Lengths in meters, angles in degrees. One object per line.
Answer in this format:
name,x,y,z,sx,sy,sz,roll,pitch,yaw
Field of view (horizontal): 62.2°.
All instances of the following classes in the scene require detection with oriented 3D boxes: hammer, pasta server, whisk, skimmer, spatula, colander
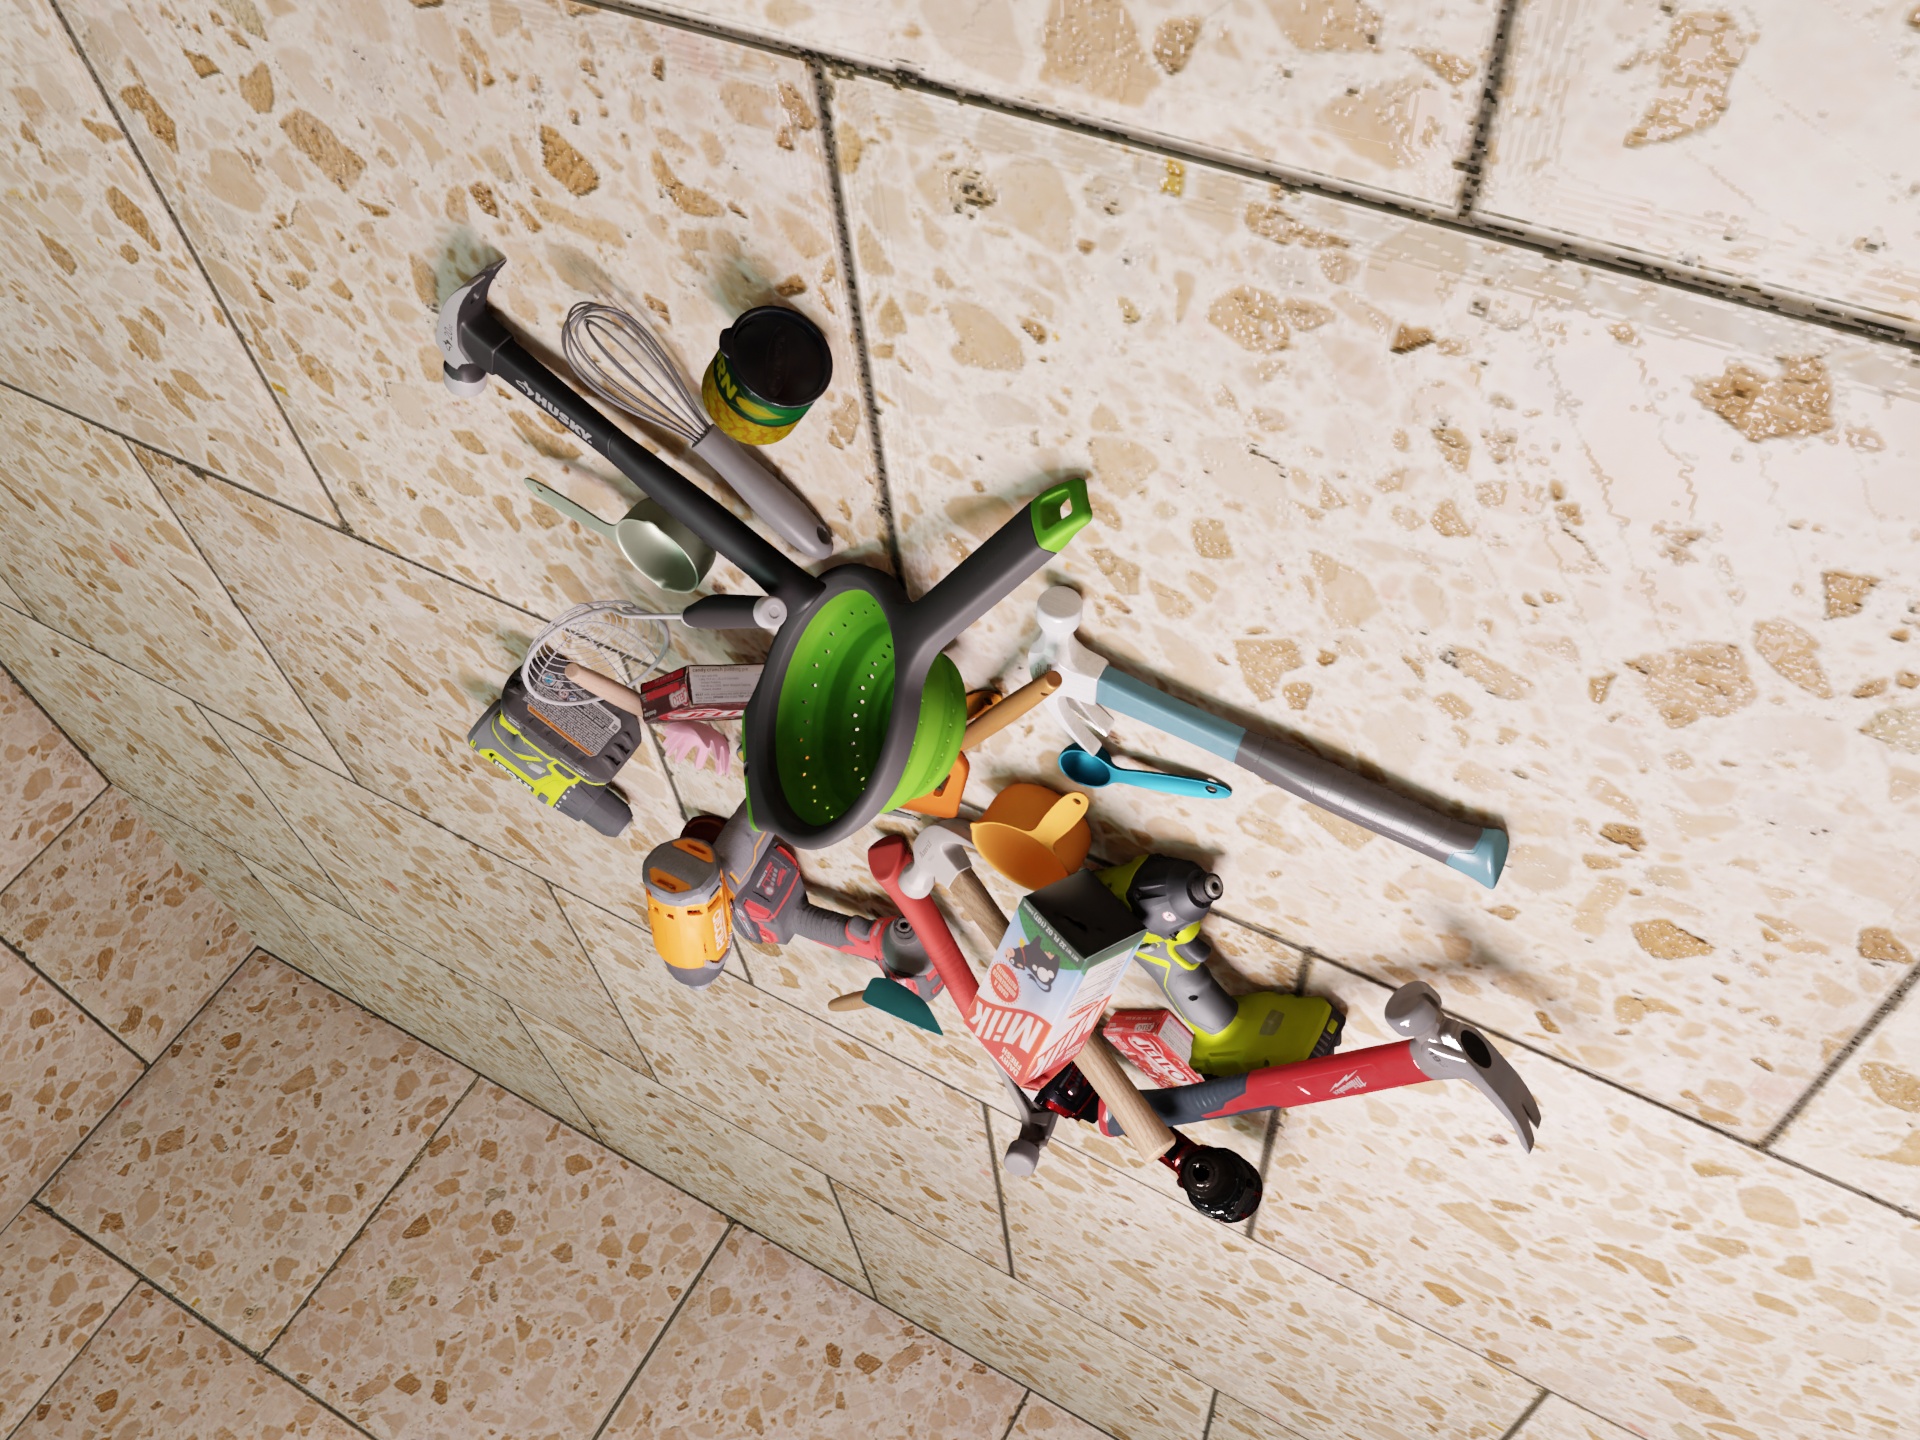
hammer,0.194,0.022,1.027,0.331,0.033,0.128,25,149,16
pasta server,-0.262,0.000,1.344,0.060,0.040,0.316,15,172,14
whisk,-0.173,-0.190,1.073,0.238,0.055,0.055,42,150,-23
hammer,0.066,0.217,1.312,0.331,0.031,0.130,52,140,20
skimmer,-0.233,-0.052,1.247,0.363,0.127,0.090,3,98,54
hammer,0.009,0.253,1.507,0.037,0.149,0.358,-15,116,27
hammer,0.247,0.290,1.211,0.143,0.038,0.386,46,142,-12
spatula,-0.092,0.283,1.570,0.082,0.044,0.317,25,161,-12
hammer,-0.232,-0.188,1.125,0.335,0.035,0.146,39,151,1
colander,-0.014,-0.039,1.085,0.094,0.205,0.397,12,147,-35
spatula,0.009,0.018,1.173,0.081,0.041,0.322,17,162,-14

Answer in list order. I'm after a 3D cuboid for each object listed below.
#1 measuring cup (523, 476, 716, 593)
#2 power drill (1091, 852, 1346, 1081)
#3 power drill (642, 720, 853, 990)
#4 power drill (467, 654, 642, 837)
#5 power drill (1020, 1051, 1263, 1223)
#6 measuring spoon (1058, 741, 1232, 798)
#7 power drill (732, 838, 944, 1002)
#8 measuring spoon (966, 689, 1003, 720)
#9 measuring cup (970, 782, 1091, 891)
measuring cup,-0.259,-0.157,1.220,0.168,0.038,0.083,29,151,14
power drill,0.193,0.198,1.250,0.223,0.080,0.171,47,147,-16
power drill,-0.176,0.113,1.320,0.084,0.226,0.164,23,140,18
power drill,-0.398,0.034,1.608,0.190,0.080,0.228,39,153,-7
power drill,0.168,0.372,1.445,0.227,0.080,0.187,32,173,26
measuring spoon,0.133,0.035,1.133,0.129,0.021,0.042,10,143,22
power drill,-0.119,0.199,1.564,0.220,0.079,0.143,21,154,16
measuring spoon,-0.002,-0.004,1.210,0.021,0.011,0.117,43,150,-15
measuring cup,0.072,0.072,1.211,0.095,0.052,0.173,35,149,-1
